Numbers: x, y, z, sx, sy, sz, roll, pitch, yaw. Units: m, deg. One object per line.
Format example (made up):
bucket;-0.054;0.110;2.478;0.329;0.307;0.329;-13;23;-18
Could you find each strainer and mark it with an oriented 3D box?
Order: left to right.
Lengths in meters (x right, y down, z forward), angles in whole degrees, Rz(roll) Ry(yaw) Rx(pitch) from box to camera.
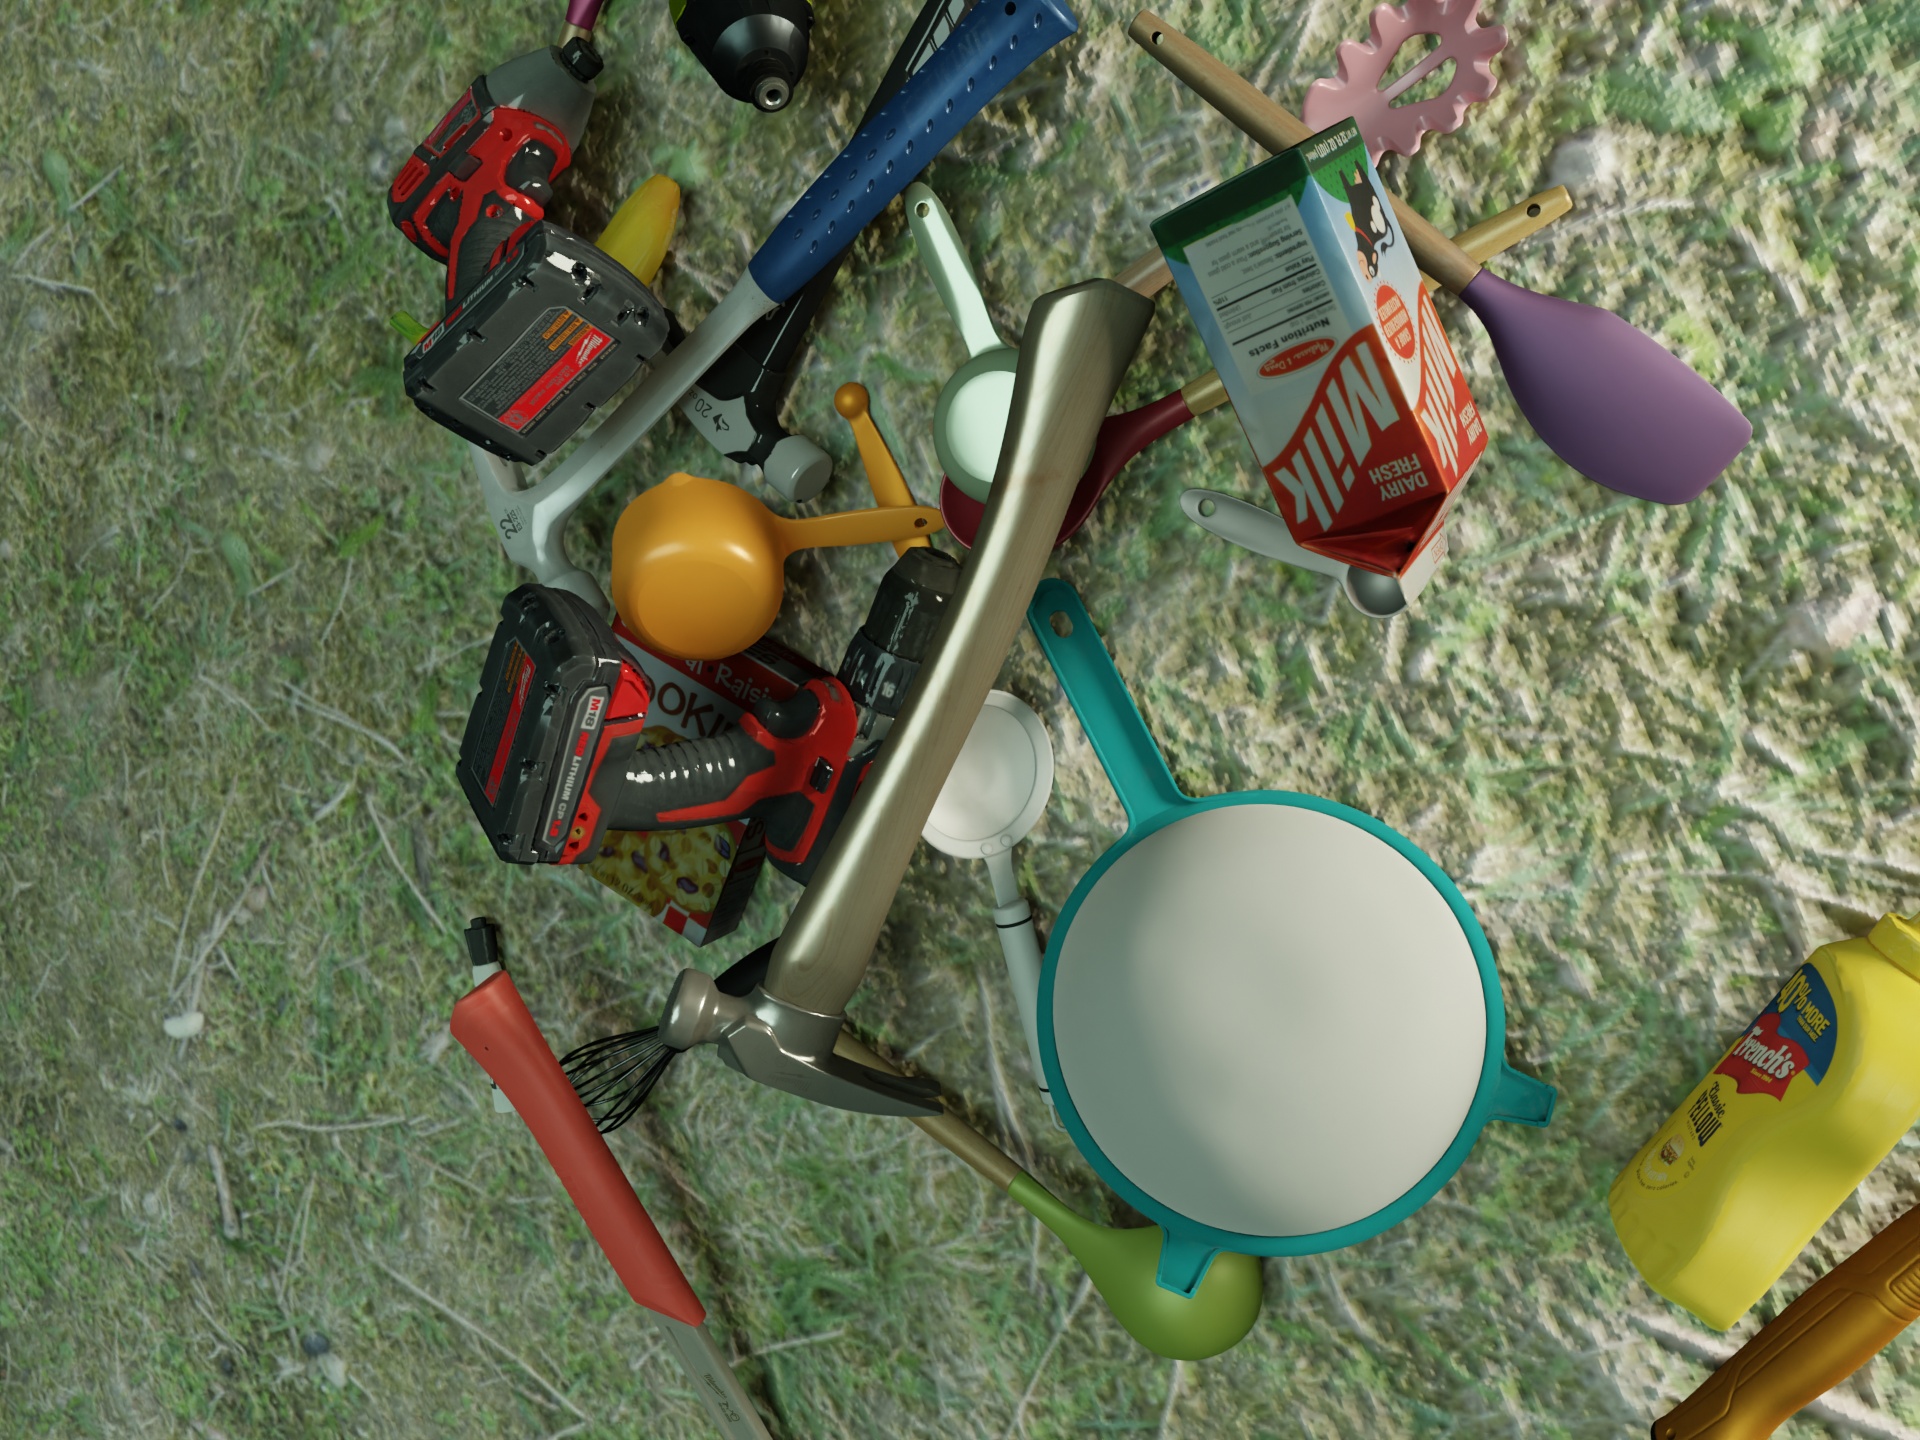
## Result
strainer;0.022;0.091;0.812;0.050;0.087;0.258;2;108;64
strainer;0.106;0.070;0.712;0.211;0.095;0.341;-27;73;3

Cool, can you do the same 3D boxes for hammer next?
hammer;-0.175;0.300;0.898;0.149;0.037;0.359;-23;99;27
hammer;-0.108;-0.214;0.788;0.405;0.035;0.144;-38;76;27
hammer;-0.047;-0.286;0.795;0.146;0.035;0.334;42;110;21
hammer;-0.001;-0.002;0.740;0.146;0.038;0.410;21;104;-11
hammer;0.391;0.198;0.636;0.034;0.127;0.336;23;119;-10

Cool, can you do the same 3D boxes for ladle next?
ladle;0.015;0.223;0.841;0.320;0.062;0.078;32;118;25
ladle;0.128;-0.162;0.739;0.315;0.031;0.069;-25;89;24

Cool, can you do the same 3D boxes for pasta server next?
pasta server;0.104;-0.220;0.736;0.316;0.040;0.060;-33;96;26

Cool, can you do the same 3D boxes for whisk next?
whisk;-0.163;0.179;0.901;0.239;0.055;0.055;-36;81;28

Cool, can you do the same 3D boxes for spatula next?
spatula;0.196;-0.201;0.680;0.316;0.018;0.059;40;114;3

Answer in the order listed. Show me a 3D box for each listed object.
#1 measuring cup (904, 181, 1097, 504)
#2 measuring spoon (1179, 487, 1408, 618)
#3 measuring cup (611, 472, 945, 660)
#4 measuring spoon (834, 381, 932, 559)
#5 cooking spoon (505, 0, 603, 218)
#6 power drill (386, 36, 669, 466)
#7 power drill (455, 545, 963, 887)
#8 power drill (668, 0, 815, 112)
measuring cup;0.005;-0.179;0.749;0.083;0.038;0.167;-24;90;22
measuring spoon;0.158;-0.083;0.744;0.124;0.018;0.034;28;114;26
measuring cup;-0.091;-0.078;0.802;0.173;0.052;0.095;-8;133;2
measuring spoon;-0.040;-0.123;0.830;0.021;0.011;0.117;-24;86;26
cooking spoon;-0.219;-0.358;0.879;0.069;0.017;0.318;26;107;8
power drill;-0.222;-0.248;0.804;0.143;0.078;0.220;-37;50;21
power drill;-0.107;-0.008;0.769;0.080;0.226;0.188;43;118;46
power drill;-0.047;-0.397;0.737;0.223;0.080;0.171;-35;55;24
